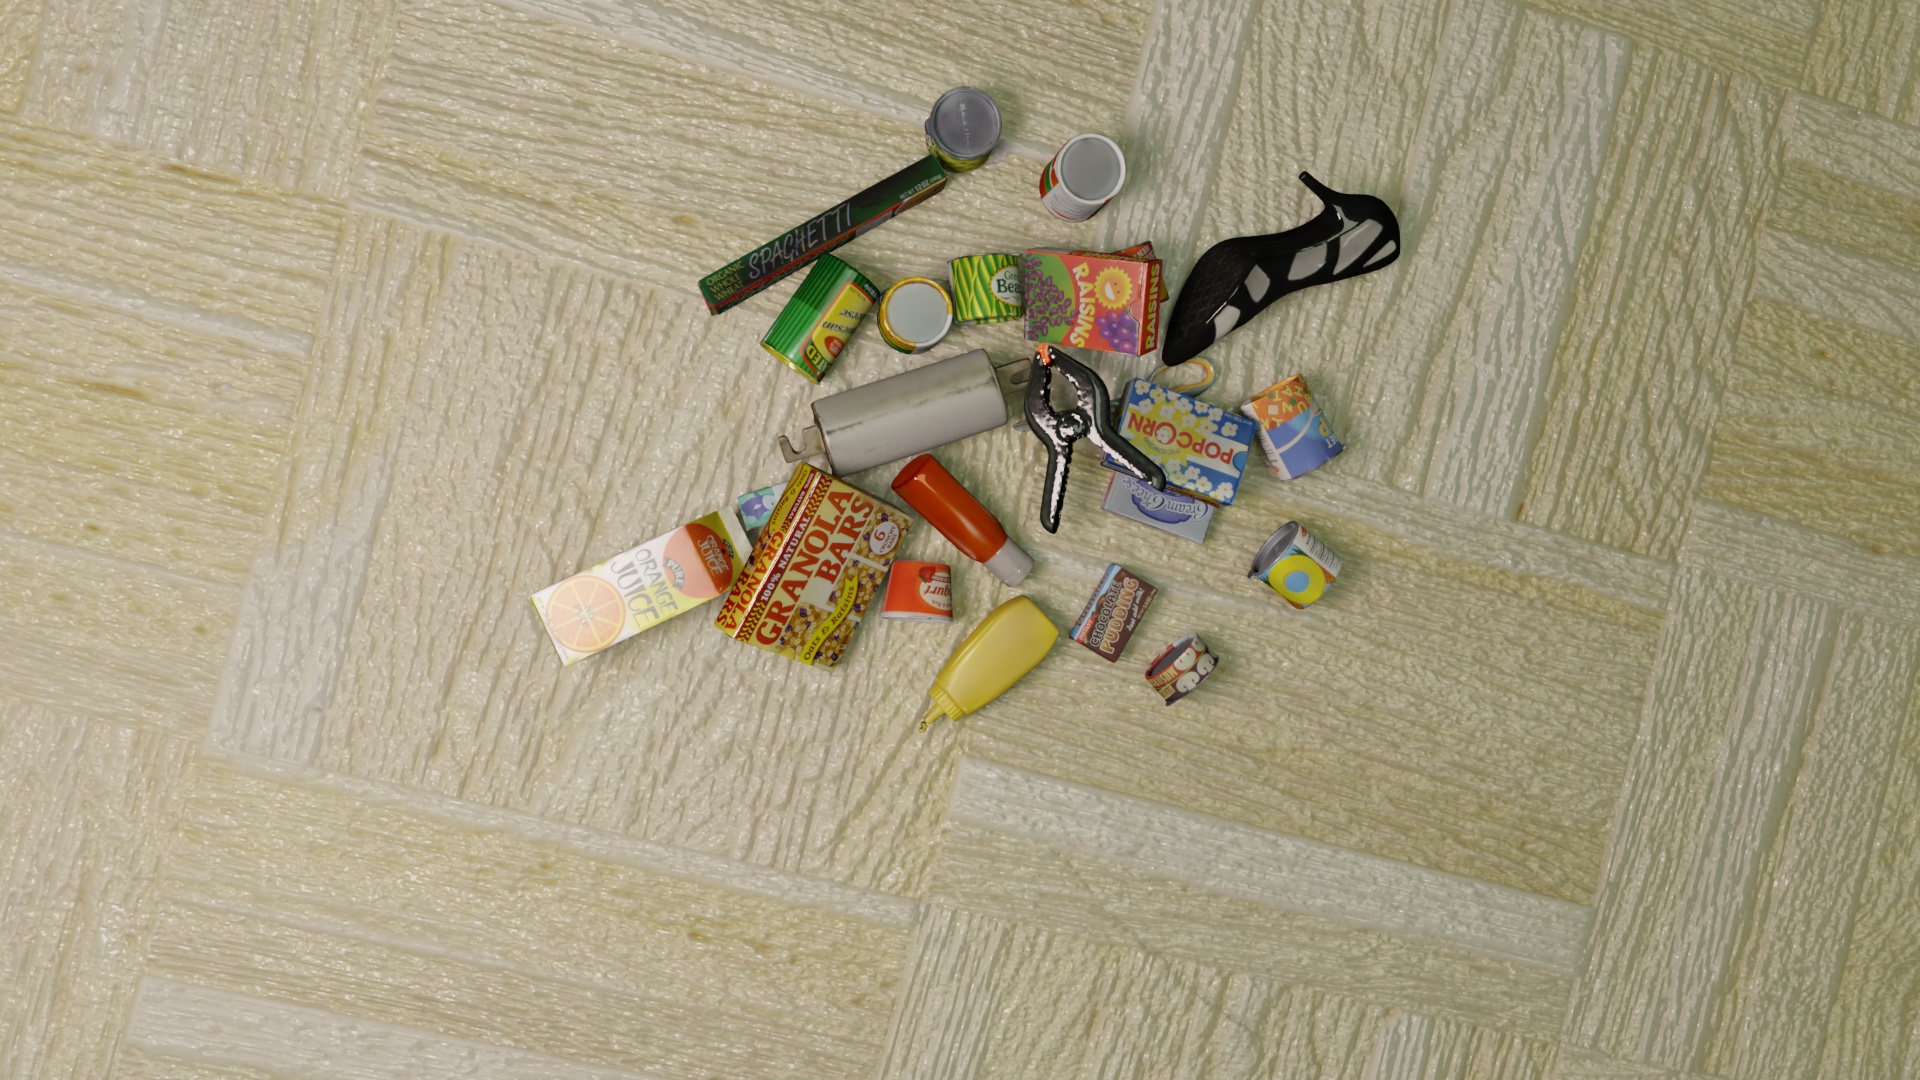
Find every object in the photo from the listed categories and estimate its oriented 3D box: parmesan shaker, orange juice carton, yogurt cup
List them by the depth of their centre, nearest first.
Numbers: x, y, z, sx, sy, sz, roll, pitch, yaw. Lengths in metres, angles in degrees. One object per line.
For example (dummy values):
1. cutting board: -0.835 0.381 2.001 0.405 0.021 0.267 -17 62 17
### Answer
1. orange juice carton: -0.280 0.039 1.253 0.193 0.073 0.071 -25 94 -6
2. parmesan shaker: -0.129 -0.203 1.267 0.071 0.071 0.103 35 88 -7
3. yogurt cup: -0.038 0.048 1.288 0.072 0.072 0.054 5 83 -7

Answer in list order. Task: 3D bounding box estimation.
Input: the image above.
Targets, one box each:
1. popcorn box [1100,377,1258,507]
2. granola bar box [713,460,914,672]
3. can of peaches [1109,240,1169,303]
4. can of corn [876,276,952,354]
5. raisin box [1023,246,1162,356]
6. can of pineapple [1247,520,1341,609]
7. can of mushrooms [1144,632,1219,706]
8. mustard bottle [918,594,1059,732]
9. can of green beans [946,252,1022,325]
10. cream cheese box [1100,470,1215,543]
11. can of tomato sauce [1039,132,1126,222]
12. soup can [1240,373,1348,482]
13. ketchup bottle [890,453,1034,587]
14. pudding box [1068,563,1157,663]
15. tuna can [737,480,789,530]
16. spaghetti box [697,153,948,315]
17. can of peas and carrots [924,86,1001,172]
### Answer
1. popcorn box: 0.204 -0.091 1.304 0.127 0.038 0.085 19 81 -6
2. granola bar box: -0.129 0.026 1.250 0.124 0.039 0.165 26 92 -44
3. can of peaches: 0.158 -0.243 1.302 0.071 0.071 0.058 -19 95 -6
4. can of corn: -0.044 -0.209 1.284 0.071 0.058 0.071 0 91 -7
5. raisin box: 0.120 -0.220 1.269 0.123 0.040 0.085 14 112 31
6. can of pineapple: 0.320 0.025 1.330 0.058 0.071 0.071 38 87 -7
7. can of mushrooms: 0.208 0.122 1.316 0.071 0.071 0.033 -42 95 -4
8. mustard bottle: 0.018 0.122 1.303 0.160 0.049 0.065 -42 95 -4
9. can of green beans: 0.023 -0.232 1.287 0.071 0.071 0.057 -6 93 -7
10. cream cheese box: 0.192 -0.038 1.333 0.104 0.024 0.053 19 89 -7
11. can of tomato sauce: 0.113 -0.338 1.288 0.071 0.083 0.071 0 92 -7
12. soup can: 0.318 -0.109 1.325 0.071 0.071 0.083 -31 94 -5
13. ketchup bottle: 0.005 -0.016 1.294 0.148 0.064 0.044 43 69 -15
14. pudding box: 0.145 0.069 1.327 0.049 0.030 0.083 31 87 -6
15. tuna can: -0.170 -0.033 1.270 0.071 0.071 0.033 -17 93 -6
16. spaghetti box: -0.127 -0.280 1.276 0.250 0.050 0.028 -30 93 -5
17. can of peas and carrots: 0.000 -0.378 1.285 0.071 0.059 0.071 0 91 -6
